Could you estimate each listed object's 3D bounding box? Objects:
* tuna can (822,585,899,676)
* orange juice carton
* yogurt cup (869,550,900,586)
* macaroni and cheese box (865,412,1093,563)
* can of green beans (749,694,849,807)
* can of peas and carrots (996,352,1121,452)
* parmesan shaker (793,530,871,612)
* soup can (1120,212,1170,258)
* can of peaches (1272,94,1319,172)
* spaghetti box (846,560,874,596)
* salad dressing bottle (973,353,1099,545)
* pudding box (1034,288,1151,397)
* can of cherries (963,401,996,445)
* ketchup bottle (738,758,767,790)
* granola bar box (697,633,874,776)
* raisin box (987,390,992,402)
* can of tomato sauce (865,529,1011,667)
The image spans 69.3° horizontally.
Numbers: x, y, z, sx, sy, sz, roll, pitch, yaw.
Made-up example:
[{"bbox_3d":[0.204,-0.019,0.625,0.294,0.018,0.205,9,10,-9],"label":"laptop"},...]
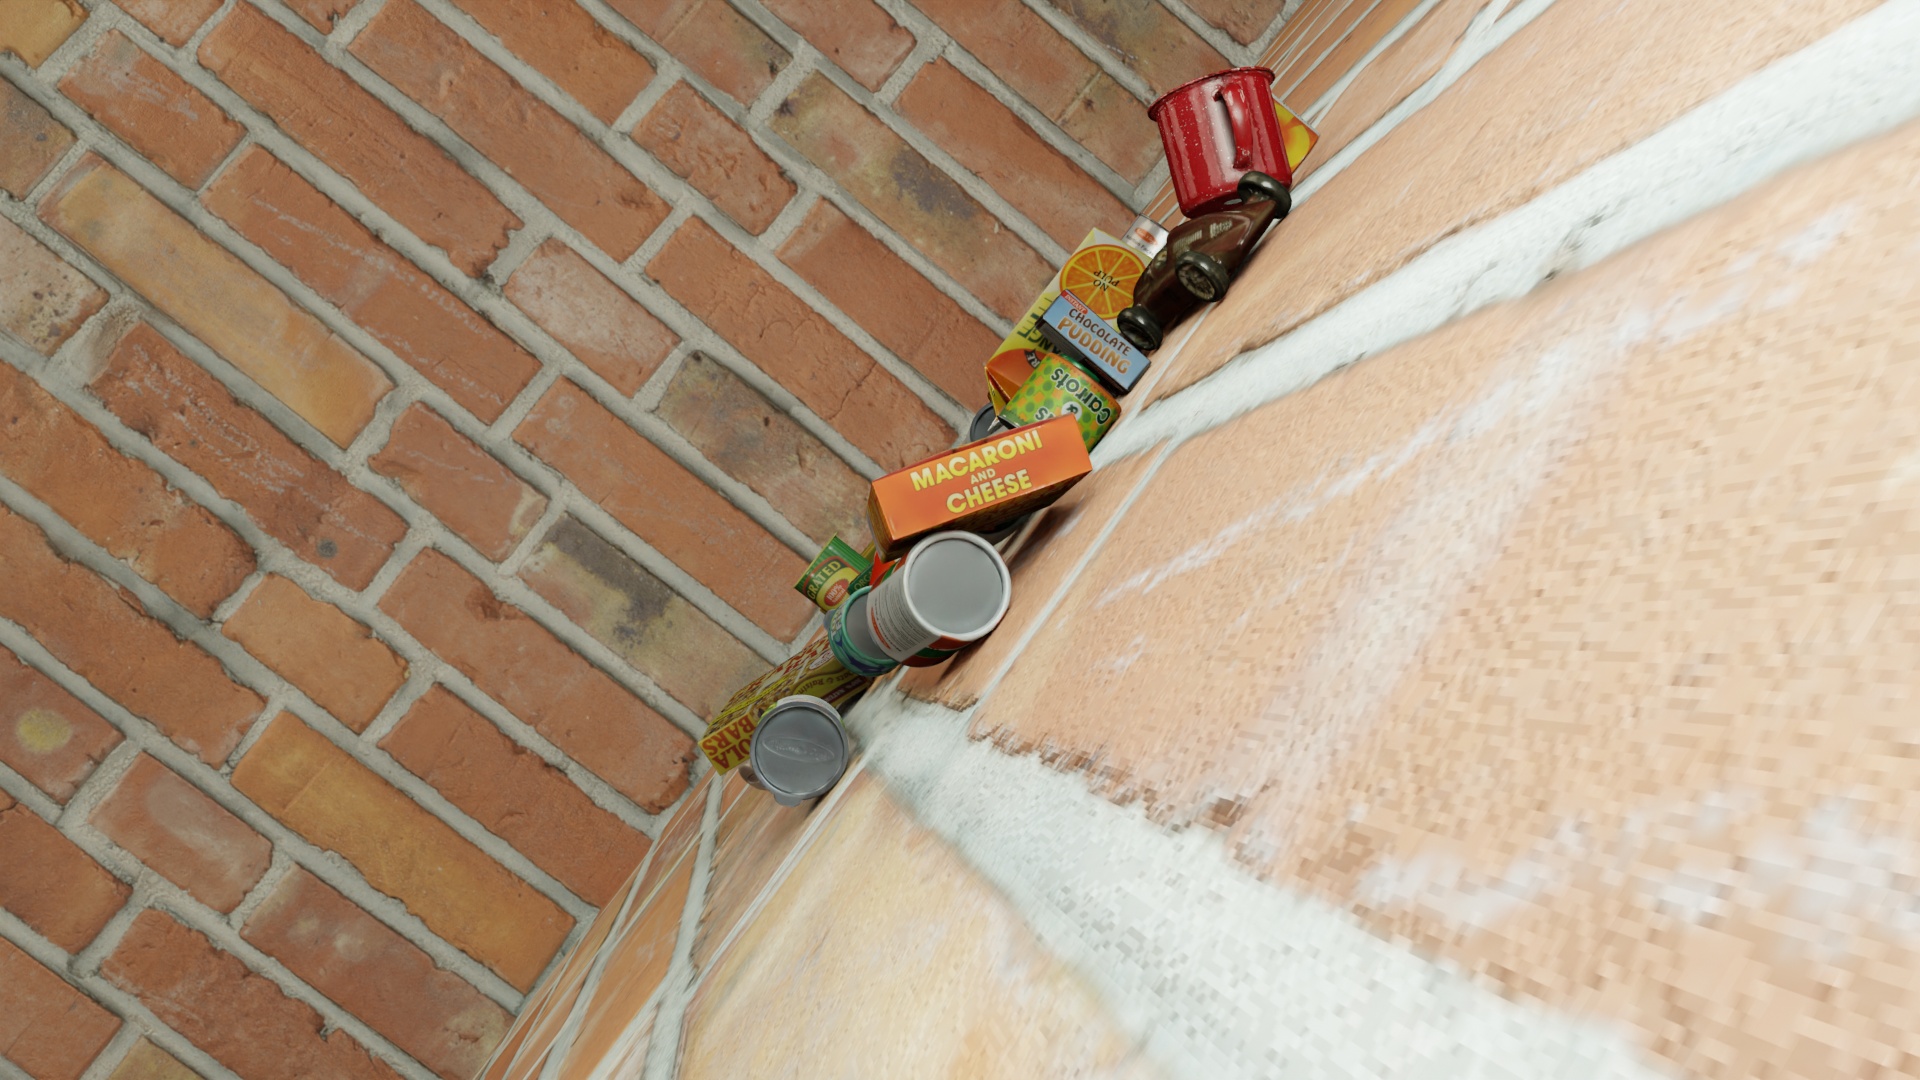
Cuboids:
[{"bbox_3d":[-0.069,0.069,1.078,0.071,0.071,0.032,-55,6,-31],"label":"tuna can"},{"bbox_3d":[0.082,-0.143,1.089,0.193,0.073,0.071,-53,-18,-14],"label":"orange juice carton"},{"bbox_3d":[-0.045,0.036,1.151,0.072,0.072,0.054,-49,13,35],"label":"yogurt cup"},{"bbox_3d":[0.005,-0.029,0.857,0.124,0.040,0.166,-20,-4,-7],"label":"macaroni and cheese box"},{"bbox_3d":[-0.111,0.141,0.955,0.071,0.071,0.058,-52,4,-5],"label":"can of green beans"},{"bbox_3d":[0.068,-0.087,0.952,0.059,0.071,0.071,-52,4,0],"label":"can of peas and carrots"},{"bbox_3d":[-0.101,0.049,1.356,0.071,0.103,0.071,-52,4,6],"label":"parmesan shaker"},{"bbox_3d":[0.156,-0.227,1.199,0.083,0.071,0.071,-52,4,9],"label":"soup can"},{"bbox_3d":[0.231,-0.302,1.066,0.071,0.058,0.071,-52,5,6],"label":"can of peaches"},{"bbox_3d":[-0.007,-0.030,1.280,0.250,0.028,0.050,-43,4,3],"label":"spaghetti box"},{"bbox_3d":[0.045,-0.066,1.009,0.147,0.064,0.044,-55,8,1],"label":"salad dressing bottle"},{"bbox_3d":[0.095,-0.143,1.014,0.030,0.083,0.049,-50,3,-3],"label":"pudding box"},{"bbox_3d":[0.039,-0.081,1.206,0.071,0.071,0.058,-53,-2,-14],"label":"can of cherries"},{"bbox_3d":[-0.159,0.174,1.341,0.064,0.043,0.149,-37,15,51],"label":"ketchup bottle"},{"bbox_3d":[-0.146,0.133,1.251,0.165,0.039,0.124,-32,9,14],"label":"granola bar box"},{"bbox_3d":[0.075,-0.149,1.303,0.086,0.040,0.123,-26,-2,-5],"label":"raisin box"},{"bbox_3d":[-0.013,0.034,0.818,0.071,0.071,0.083,-54,5,-23],"label":"can of tomato sauce"}]
